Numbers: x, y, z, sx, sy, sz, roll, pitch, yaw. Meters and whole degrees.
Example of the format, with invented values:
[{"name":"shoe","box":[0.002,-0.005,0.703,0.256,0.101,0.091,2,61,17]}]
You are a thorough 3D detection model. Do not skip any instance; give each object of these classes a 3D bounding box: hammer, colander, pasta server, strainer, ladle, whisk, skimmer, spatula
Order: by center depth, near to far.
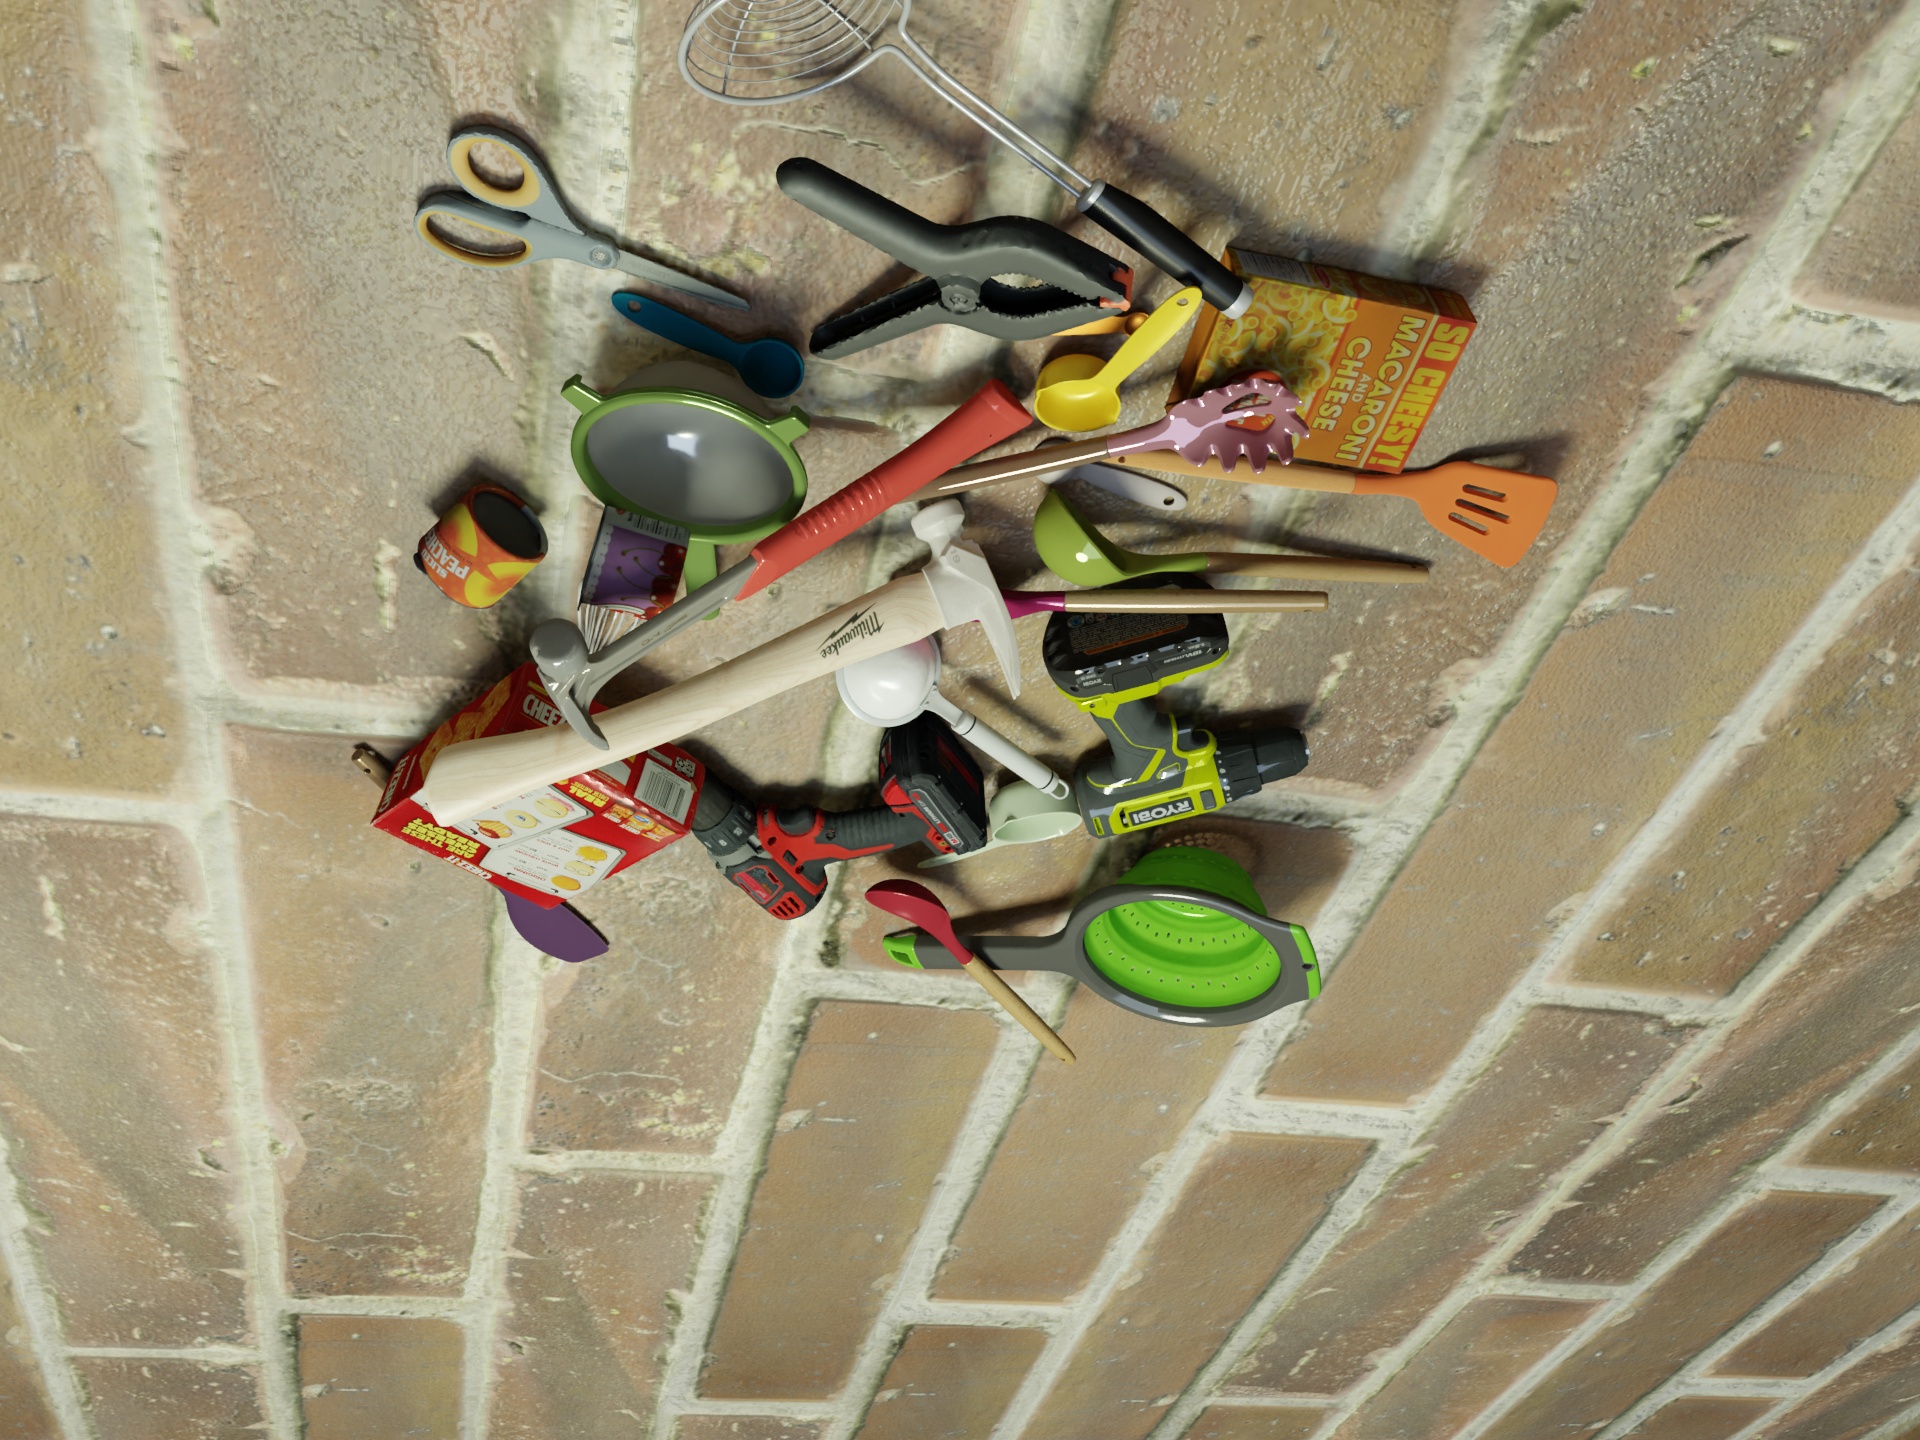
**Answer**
[{"name":"skimmer","box":[0.019,-0.309,0.894,0.363,0.090,0.127,28,151,-23]},{"name":"hammer","box":[-0.107,-0.109,1.025,0.359,0.037,0.149,-34,163,-13]},{"name":"pasta server","box":[0.071,-0.174,1.056,0.316,0.040,0.060,-9,118,19]},{"name":"strainer","box":[-0.174,-0.159,1.070,0.151,0.069,0.256,8,152,-2]},{"name":"hammer","box":[-0.161,-0.012,1.088,0.410,0.146,0.038,-23,174,-6]},{"name":"spatula","box":[0.255,-0.165,1.120,0.322,0.041,0.081,5,135,-10]},{"name":"ladle","box":[0.203,-0.124,1.148,0.320,0.078,0.062,1,125,-18]},{"name":"whisk","box":[-0.271,-0.042,1.164,0.059,0.058,0.246,-2,148,-30]},{"name":"strainer","box":[-0.002,-0.004,1.223,0.258,0.050,0.087,35,81,-31]},{"name":"spatula","box":[-0.406,0.123,1.345,0.060,0.018,0.315,-20,135,15]},{"name":"ladle","box":[0.020,0.227,1.423,0.069,0.031,0.315,-5,139,41]},{"name":"colander","box":[0.123,0.180,1.429,0.397,0.095,0.204,-2,137,21]}]

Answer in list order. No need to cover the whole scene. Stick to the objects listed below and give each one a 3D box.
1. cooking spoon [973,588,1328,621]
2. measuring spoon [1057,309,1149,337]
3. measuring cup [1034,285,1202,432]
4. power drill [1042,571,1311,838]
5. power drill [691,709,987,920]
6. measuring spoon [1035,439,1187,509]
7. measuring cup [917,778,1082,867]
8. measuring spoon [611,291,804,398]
[{"name":"cooking spoon","box":[0.102,-0.086,1.146,0.319,0.017,0.068,1,165,11]},{"name":"measuring spoon","box":[0.066,-0.260,1.027,0.117,0.011,0.021,2,136,-4]},{"name":"measuring cup","box":[0.102,-0.236,1.009,0.062,0.029,0.156,16,149,-26]},{"name":"power drill","box":[0.168,-0.006,1.245,0.190,0.080,0.228,-15,137,8]},{"name":"power drill","box":[-0.111,0.069,1.288,0.226,0.080,0.187,-22,133,19]},{"name":"measuring spoon","box":[0.107,-0.166,1.117,0.124,0.018,0.034,14,131,-21]},{"name":"measuring cup","box":[0.026,0.088,1.348,0.167,0.038,0.083,-22,156,33]},{"name":"measuring spoon","box":[-0.159,-0.246,1.012,0.128,0.021,0.042,22,130,-14]}]
